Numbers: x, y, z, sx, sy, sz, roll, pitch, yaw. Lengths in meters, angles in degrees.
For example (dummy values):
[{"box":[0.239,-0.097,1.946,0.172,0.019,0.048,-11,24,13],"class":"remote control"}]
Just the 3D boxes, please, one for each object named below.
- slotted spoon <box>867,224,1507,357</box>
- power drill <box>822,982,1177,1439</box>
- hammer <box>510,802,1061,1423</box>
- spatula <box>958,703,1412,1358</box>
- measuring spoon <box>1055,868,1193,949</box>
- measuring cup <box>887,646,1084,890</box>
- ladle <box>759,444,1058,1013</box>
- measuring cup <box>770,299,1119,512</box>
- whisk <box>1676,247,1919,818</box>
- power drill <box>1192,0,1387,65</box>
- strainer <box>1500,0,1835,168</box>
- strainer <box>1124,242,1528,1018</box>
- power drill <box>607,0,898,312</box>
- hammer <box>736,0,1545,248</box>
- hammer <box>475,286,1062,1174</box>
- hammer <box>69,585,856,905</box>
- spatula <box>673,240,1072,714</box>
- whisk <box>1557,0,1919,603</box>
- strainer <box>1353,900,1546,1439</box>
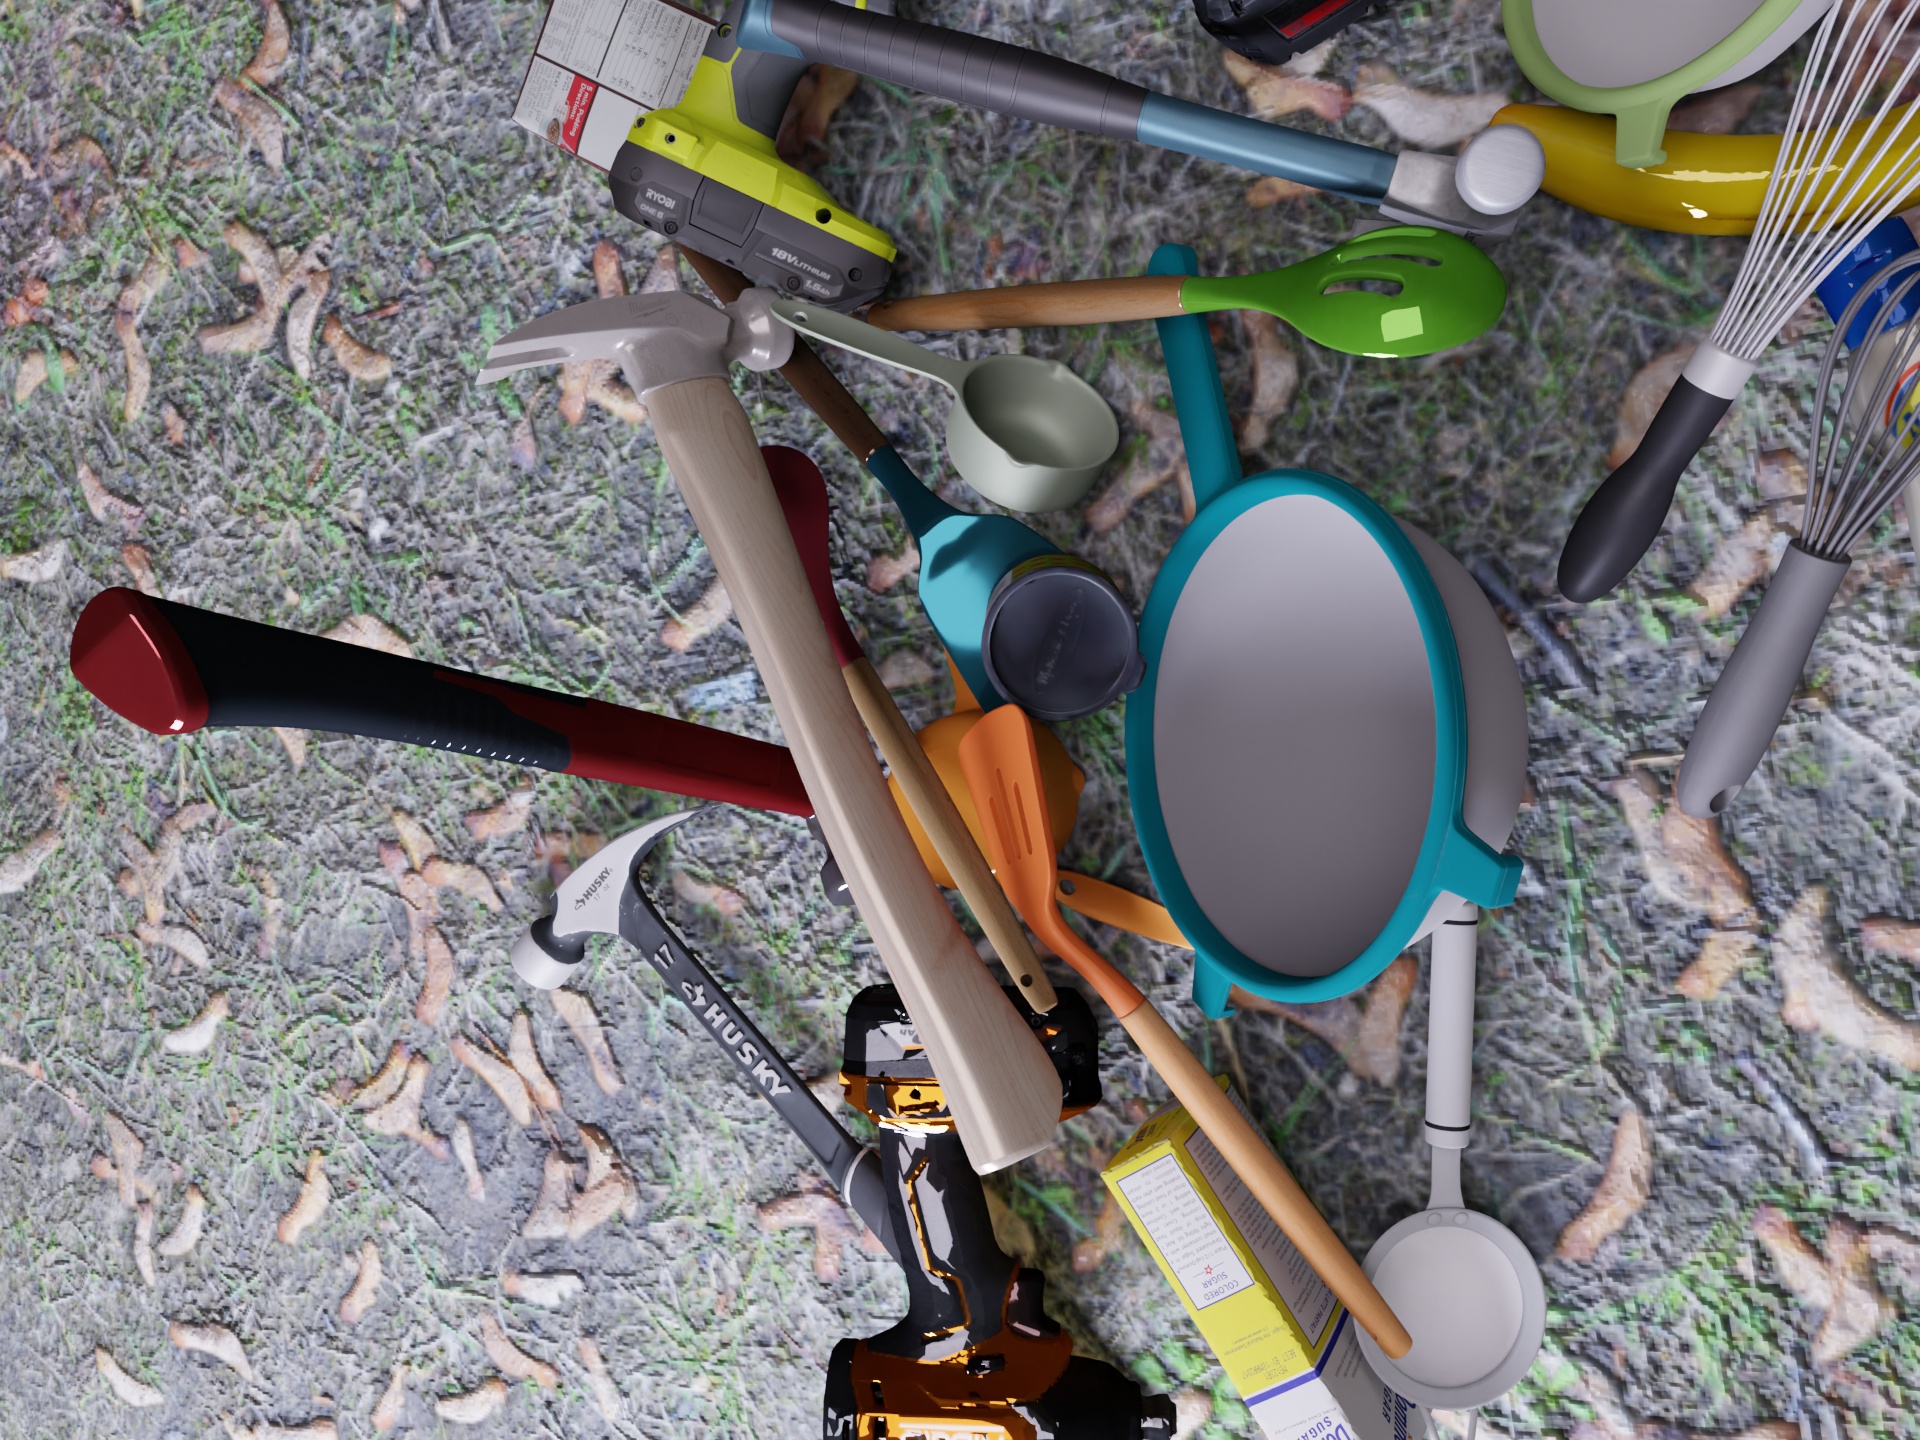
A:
[{"box":[0.075,-0.178,0.676,0.314,0.031,0.070,9,56,41],"class":"slotted spoon"},{"box":[0.019,0.242,0.746,0.164,0.084,0.226,0,89,5],"class":"power drill"},{"box":[-0.062,0.217,0.823,0.409,0.036,0.149,46,109,11],"class":"hammer"},{"box":[0.095,0.136,0.681,0.322,0.041,0.081,52,156,0],"class":"spatula"},{"box":[0.091,0.093,0.759,0.117,0.011,0.021,18,114,23],"class":"measuring spoon"},{"box":[-0.001,-0.002,0.761,0.095,0.052,0.173,-11,94,23],"class":"measuring cup"},{"box":[-0.038,-0.003,0.742,0.069,0.031,0.316,-36,72,17],"class":"ladle"},{"box":[-0.011,-0.145,0.722,0.167,0.083,0.038,22,137,-1],"class":"measuring cup"},{"box":[0.322,-0.062,0.600,0.055,0.055,0.238,22,122,19],"class":"whisk"},{"box":[0.125,-0.401,0.648,0.143,0.078,0.220,-24,83,30],"class":"power drill"},{"box":[0.308,-0.325,0.558,0.256,0.069,0.152,-49,45,41],"class":"strainer"},{"box":[0.150,-0.053,0.674,0.211,0.095,0.341,137,129,-57],"class":"strainer"},{"box":[-0.053,-0.309,0.724,0.171,0.080,0.223,23,103,-5],"class":"power drill"},{"box":[0.061,-0.249,0.644,0.331,0.128,0.033,18,98,8],"class":"hammer"},{"box":[-0.069,-0.001,0.684,0.038,0.146,0.411,-38,73,55],"class":"hammer"},{"box":[-0.162,-0.008,0.646,0.038,0.386,0.143,-32,65,24],"class":"hammer"},{"box":[-0.050,-0.139,0.766,0.082,0.044,0.318,-43,68,10],"class":"spatula"},{"box":[0.300,-0.159,0.587,0.070,0.070,0.284,32,127,16],"class":"whisk"},{"box":[0.215,0.189,0.702,0.087,0.050,0.258,2,91,-4],"class":"strainer"}]
